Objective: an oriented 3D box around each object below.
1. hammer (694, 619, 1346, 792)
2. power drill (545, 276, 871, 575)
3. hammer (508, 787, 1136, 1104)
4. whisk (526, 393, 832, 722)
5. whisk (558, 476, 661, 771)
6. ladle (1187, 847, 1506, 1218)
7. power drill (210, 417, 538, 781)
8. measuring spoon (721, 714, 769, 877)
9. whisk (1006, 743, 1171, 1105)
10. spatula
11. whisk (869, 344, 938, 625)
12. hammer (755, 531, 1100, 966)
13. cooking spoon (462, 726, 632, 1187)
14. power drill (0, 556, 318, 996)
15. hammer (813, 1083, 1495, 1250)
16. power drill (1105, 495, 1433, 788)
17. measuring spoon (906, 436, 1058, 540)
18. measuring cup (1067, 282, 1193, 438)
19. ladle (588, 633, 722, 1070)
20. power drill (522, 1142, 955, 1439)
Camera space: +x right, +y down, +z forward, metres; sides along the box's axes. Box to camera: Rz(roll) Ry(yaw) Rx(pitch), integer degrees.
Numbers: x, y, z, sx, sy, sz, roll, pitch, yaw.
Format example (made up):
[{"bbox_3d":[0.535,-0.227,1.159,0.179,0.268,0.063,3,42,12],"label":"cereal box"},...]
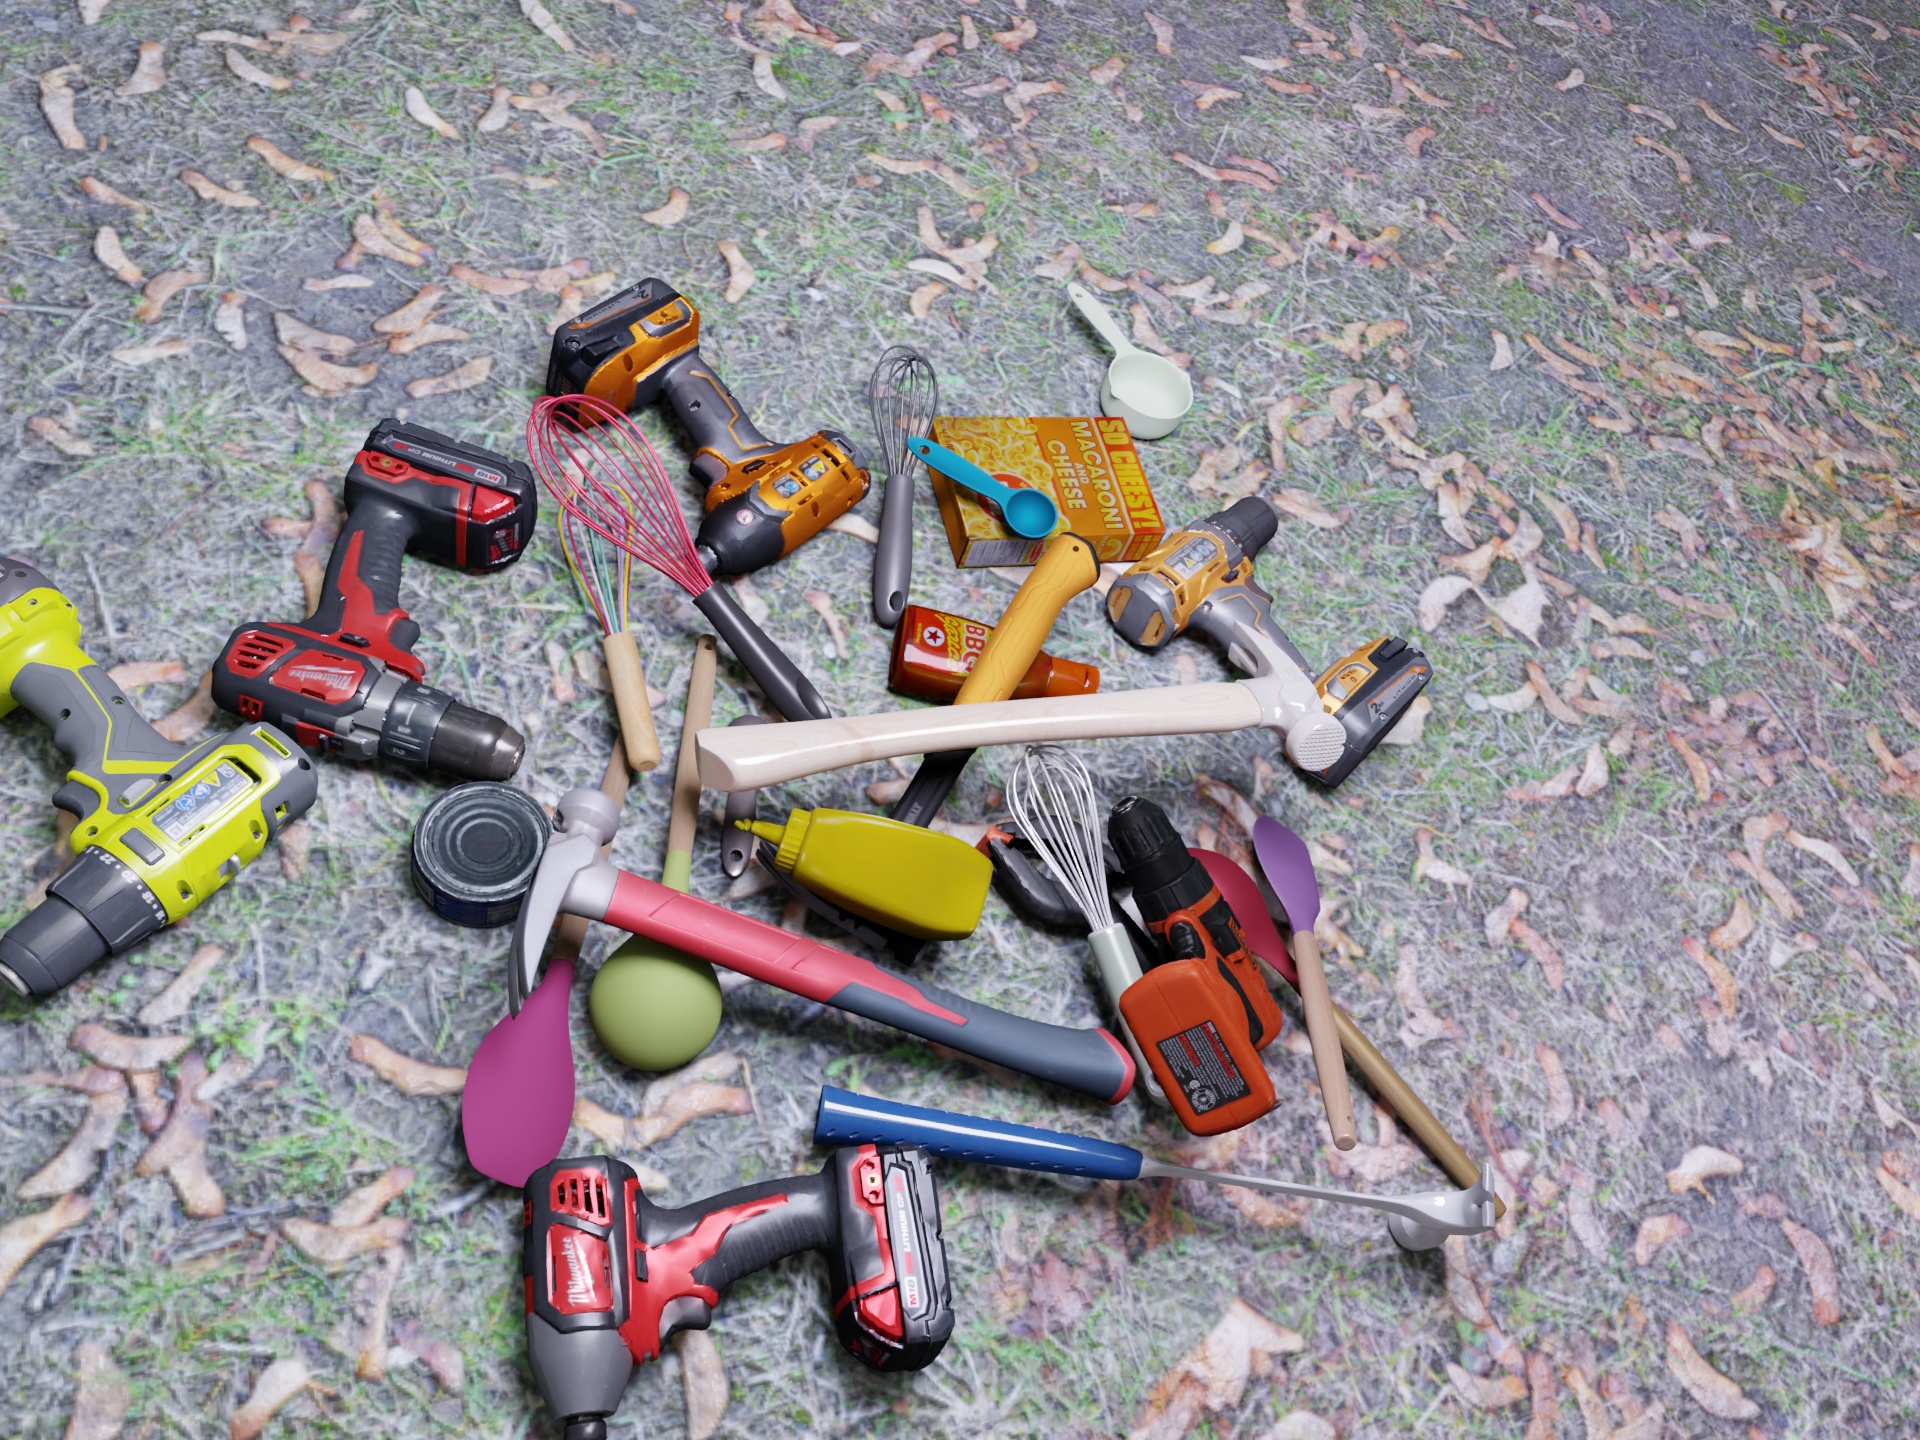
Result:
[{"bbox_3d":[0.034,-0.003,1.030,0.410,0.038,0.146,-5,33,-15],"label":"hammer"},{"bbox_3d":[-0.197,-0.205,1.164,0.226,0.084,0.164,43,55,7],"label":"power drill"},{"bbox_3d":[-0.069,0.167,0.934,0.386,0.038,0.143,23,43,-17],"label":"hammer"},{"bbox_3d":[-0.185,-0.103,1.074,0.295,0.073,0.073,50,54,-7],"label":"whisk"},{"bbox_3d":[-0.232,-0.072,1.075,0.047,0.051,0.245,-1,55,-28],"label":"whisk"},{"bbox_3d":[0.250,0.204,1.055,0.315,0.031,0.069,49,47,7],"label":"ladle"},{"bbox_3d":[-0.345,-0.070,1.027,0.188,0.080,0.227,19,56,-6],"label":"power drill"},{"bbox_3d":[-0.143,0.046,1.049,0.034,0.018,0.124,8,55,-10],"label":"measuring spoon"},{"bbox_3d":[0.090,0.128,1.021,0.058,0.059,0.246,-24,78,16],"label":"whisk"},{"bbox_3d":[0.223,0.156,1.025,0.059,0.018,0.316,33,27,-16],"label":"spatula"},{"bbox_3d":[-0.048,-0.180,1.203,0.055,0.055,0.239,8,67,-13],"label":"whisk"},{"bbox_3d":[-0.002,-0.003,1.081,0.127,0.034,0.337,32,65,1],"label":"hammer"},{"bbox_3d":[-0.233,0.124,0.959,0.068,0.017,0.319,34,44,-30],"label":"cooking spoon"},{"bbox_3d":[-0.515,0.031,0.901,0.228,0.080,0.191,38,54,5],"label":"power drill"},{"bbox_3d":[0.116,0.262,0.940,0.405,0.144,0.035,10,66,-4],"label":"hammer"},{"bbox_3d":[0.248,-0.074,1.228,0.226,0.084,0.185,40,53,15],"label":"power drill"},{"bbox_3d":[0.014,-0.174,1.196,0.128,0.021,0.042,31,63,2],"label":"measuring spoon"},{"bbox_3d":[0.134,-0.308,1.369,0.083,0.038,0.168,-19,63,-28],"label":"measuring cup"},{"bbox_3d":[-0.179,0.072,1.015,0.078,0.062,0.320,12,48,-14],"label":"ladle"},{"bbox_3d":[-0.121,0.303,0.854,0.219,0.078,0.143,0,58,-15],"label":"power drill"}]
